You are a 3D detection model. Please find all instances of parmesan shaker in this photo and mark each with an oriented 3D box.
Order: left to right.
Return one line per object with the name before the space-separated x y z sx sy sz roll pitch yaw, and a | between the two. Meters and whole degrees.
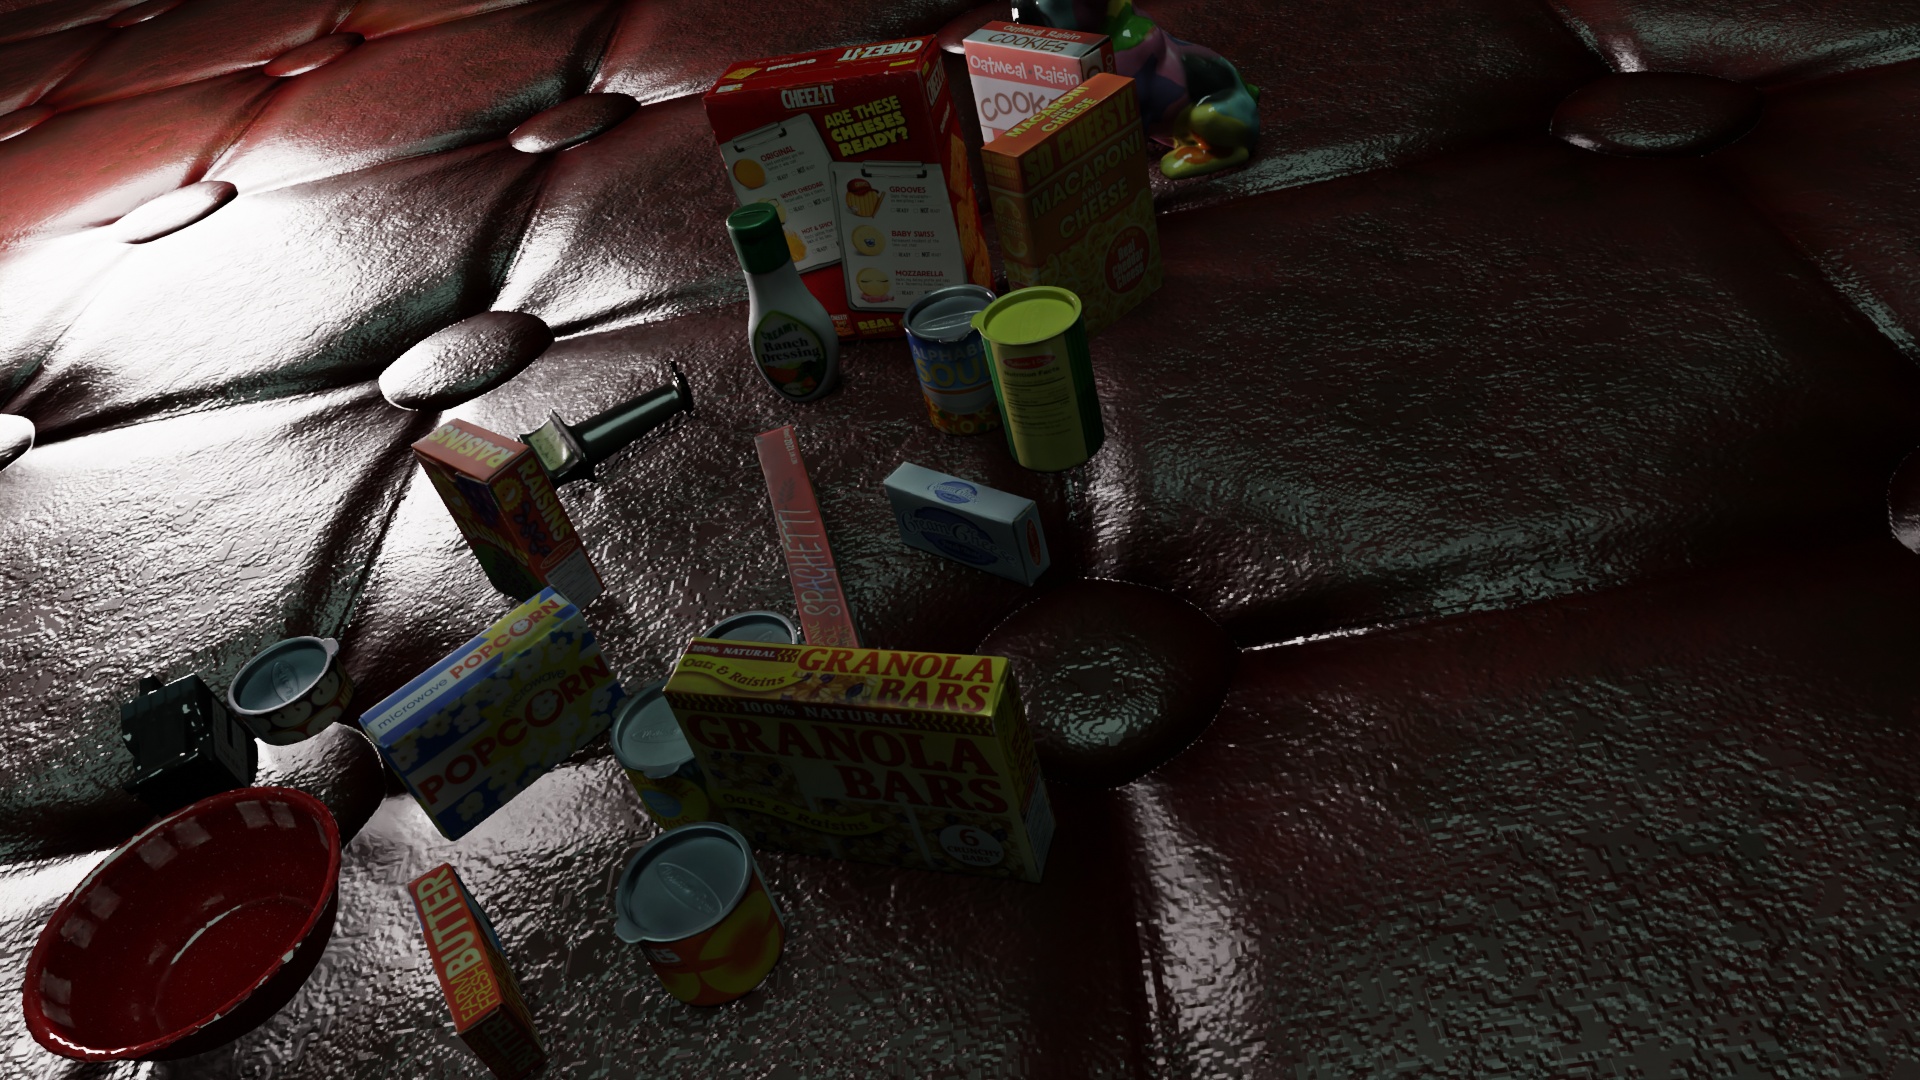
parmesan shaker | 0.052 -0.104 0.904 0.071 0.102 0.072 -9 40 8

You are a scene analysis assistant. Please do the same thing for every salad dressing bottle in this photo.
salad dressing bottle | -0.131 -0.172 1.009 0.064 0.147 0.044 -6 40 12

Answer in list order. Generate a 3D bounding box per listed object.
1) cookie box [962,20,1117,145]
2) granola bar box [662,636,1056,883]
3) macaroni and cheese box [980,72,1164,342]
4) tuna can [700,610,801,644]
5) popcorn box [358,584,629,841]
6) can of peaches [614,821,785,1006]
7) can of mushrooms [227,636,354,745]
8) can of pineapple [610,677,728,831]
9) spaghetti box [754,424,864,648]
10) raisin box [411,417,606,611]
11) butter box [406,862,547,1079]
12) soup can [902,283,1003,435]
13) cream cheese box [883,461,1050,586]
cookie box | 0.074 -0.319 1.100 0.123 0.166 0.040 25 54 39
granola bar box | -0.046 0.105 0.672 0.165 0.123 0.039 2 42 20
macaroni and cheese box | 0.083 -0.228 0.990 0.124 0.165 0.040 -39 45 -26
tuna can | -0.119 0.075 0.804 0.071 0.032 0.071 -9 40 8
popcorn box | -0.258 0.097 0.783 0.127 0.084 0.038 -38 44 -25
can of peaches | -0.124 0.180 0.662 0.071 0.057 0.071 -9 40 8
can of mushrooms | -0.421 0.094 0.880 0.071 0.033 0.071 -9 40 8
can of pineapple | -0.147 0.116 0.744 0.071 0.057 0.071 -9 40 8
spaghetti box | -0.090 0.016 0.850 0.029 0.050 0.251 -19 39 -4
raisin box | -0.289 -0.012 0.892 0.086 0.122 0.040 20 51 36
butter box | -0.234 0.208 0.669 0.024 0.053 0.104 -30 41 -16
soup can | 0.002 -0.122 0.957 0.071 0.083 0.072 -9 40 8
cream cheese box | 0.003 -0.011 0.848 0.104 0.053 0.024 19 50 35
